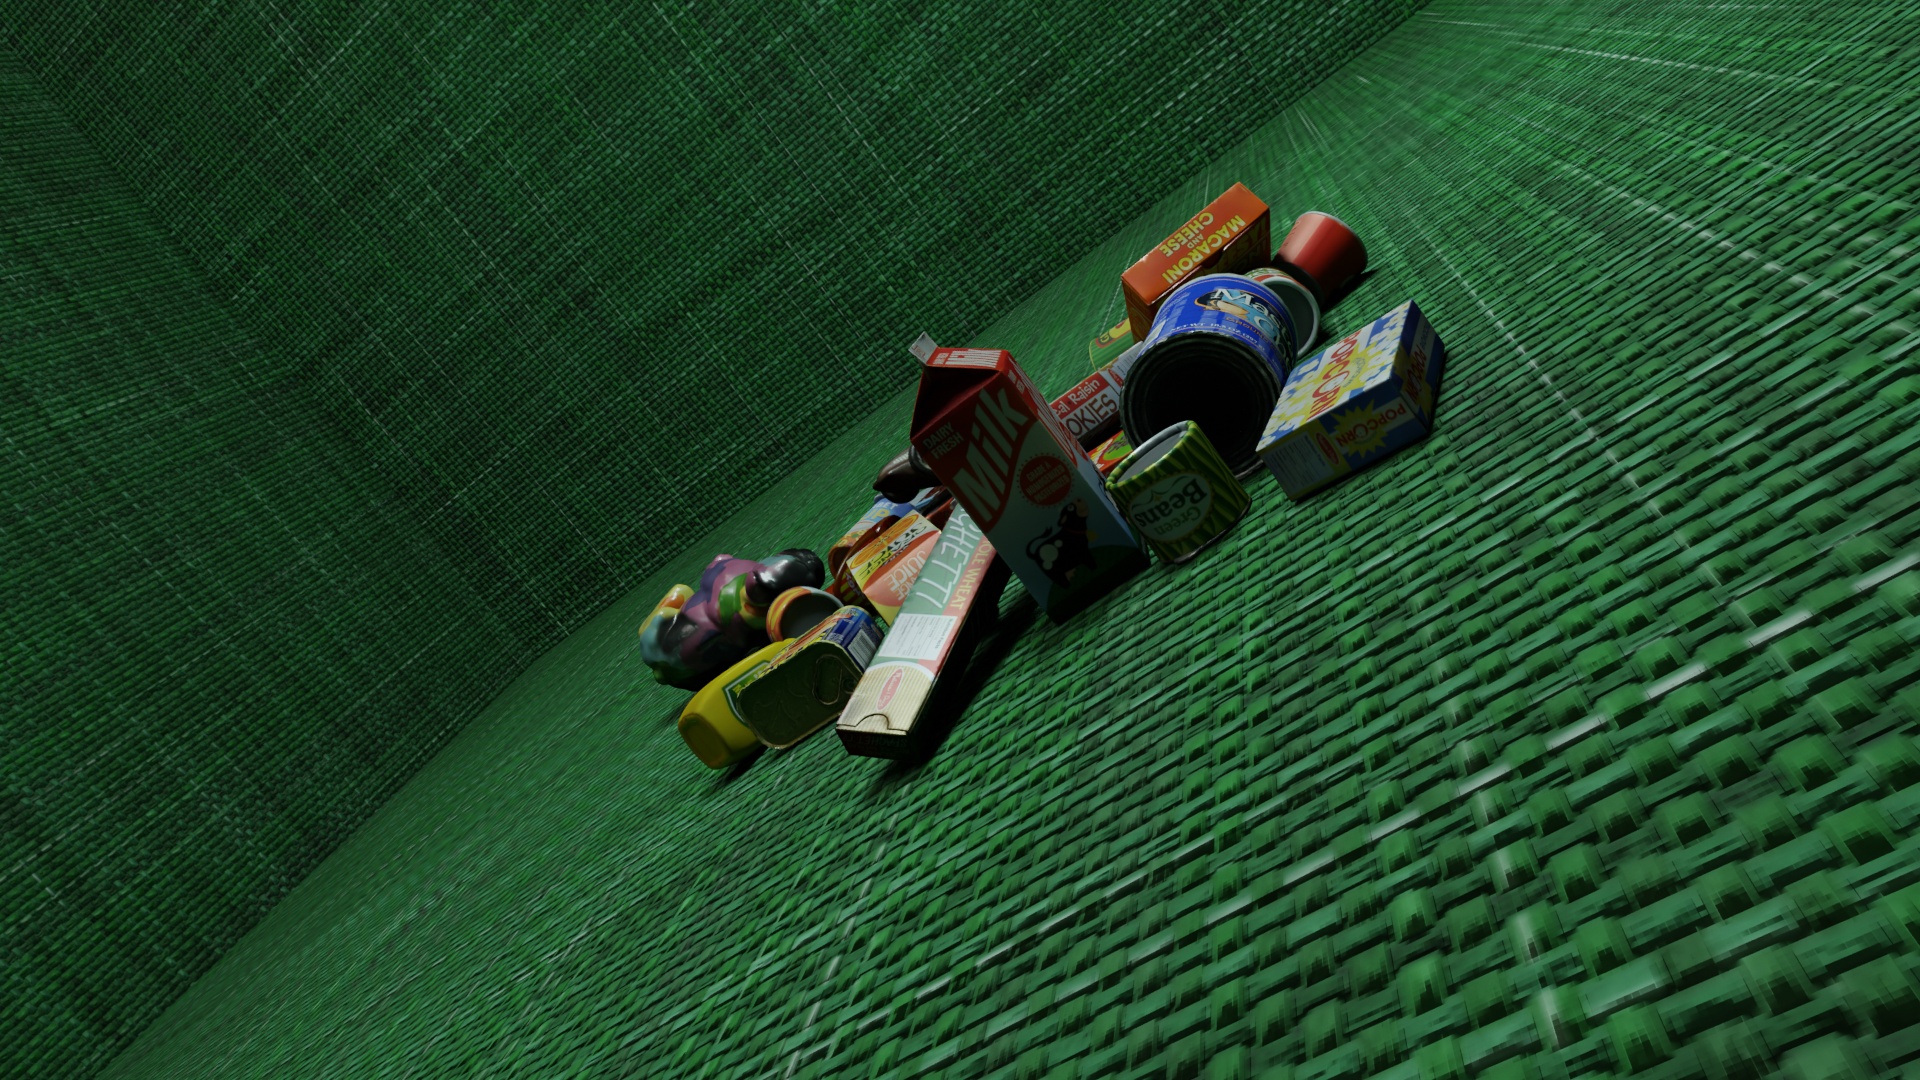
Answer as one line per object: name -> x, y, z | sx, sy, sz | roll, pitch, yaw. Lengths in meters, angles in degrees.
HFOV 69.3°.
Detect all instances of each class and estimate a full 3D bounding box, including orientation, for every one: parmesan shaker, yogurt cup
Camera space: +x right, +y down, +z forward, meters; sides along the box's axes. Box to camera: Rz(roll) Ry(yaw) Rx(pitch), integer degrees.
parmesan shaker -> 0.181, -0.184, 1.288 | 0.102, 0.071, 0.072 | -31, 13, 33
yogurt cup -> 0.284, -0.222, 1.115 | 0.054, 0.072, 0.072 | -49, 13, -14

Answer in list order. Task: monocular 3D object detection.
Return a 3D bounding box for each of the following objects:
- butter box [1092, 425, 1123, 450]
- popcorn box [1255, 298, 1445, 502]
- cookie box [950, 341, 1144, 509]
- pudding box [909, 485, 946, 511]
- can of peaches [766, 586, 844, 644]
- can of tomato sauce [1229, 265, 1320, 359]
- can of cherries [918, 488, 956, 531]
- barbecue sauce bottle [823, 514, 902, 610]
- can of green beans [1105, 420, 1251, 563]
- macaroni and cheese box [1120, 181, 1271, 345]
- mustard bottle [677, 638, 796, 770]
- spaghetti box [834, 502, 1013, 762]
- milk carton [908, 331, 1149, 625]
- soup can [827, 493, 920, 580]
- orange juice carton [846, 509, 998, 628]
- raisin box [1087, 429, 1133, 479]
butter box -> 0.152, -0.090, 1.091 | 0.103, 0.024, 0.053 | -36, 10, 9
popcorn box -> 0.222, -0.081, 0.783 | 0.085, 0.038, 0.127 | -30, 13, 34
cookie box -> 0.081, -0.081, 1.122 | 0.168, 0.040, 0.122 | -36, -7, -36
pudding box -> -0.027, -0.036, 1.443 | 0.050, 0.030, 0.083 | -43, 12, -33
can of peaches -> -0.136, 0.077, 1.227 | 0.071, 0.071, 0.058 | -40, 11, -13
can of tomato sauce -> 0.232, -0.173, 1.054 | 0.071, 0.071, 0.083 | -36, 11, 13
can of cherries -> 0.004, -0.015, 1.168 | 0.071, 0.058, 0.071 | -37, 10, 8
barbecue sauce bottle -> -0.083, 0.034, 1.251 | 0.044, 0.065, 0.148 | -44, 3, -41
can of green beans -> 0.128, -0.029, 0.822 | 0.071, 0.057, 0.071 | -37, 11, 8
macaroni and cheese box -> 0.199, -0.200, 1.142 | 0.124, 0.040, 0.166 | -39, -23, -3
mustard bottle -> -0.160, 0.120, 1.132 | 0.048, 0.065, 0.161 | -34, 6, 42
spaghetti box -> -0.005, 0.039, 0.892 | 0.050, 0.028, 0.251 | 3, 41, 25
milk carton -> 0.032, -0.049, 0.863 | 0.073, 0.190, 0.072 | -36, 10, 14
soup can -> -0.079, 0.006, 1.323 | 0.071, 0.071, 0.084 | -27, 15, 46
orange juice carton -> -0.029, 0.035, 1.030 | 0.072, 0.073, 0.193 | -38, 11, -3
raisin box -> 0.108, -0.043, 1.001 | 0.123, 0.040, 0.086 | -33, 12, 21
